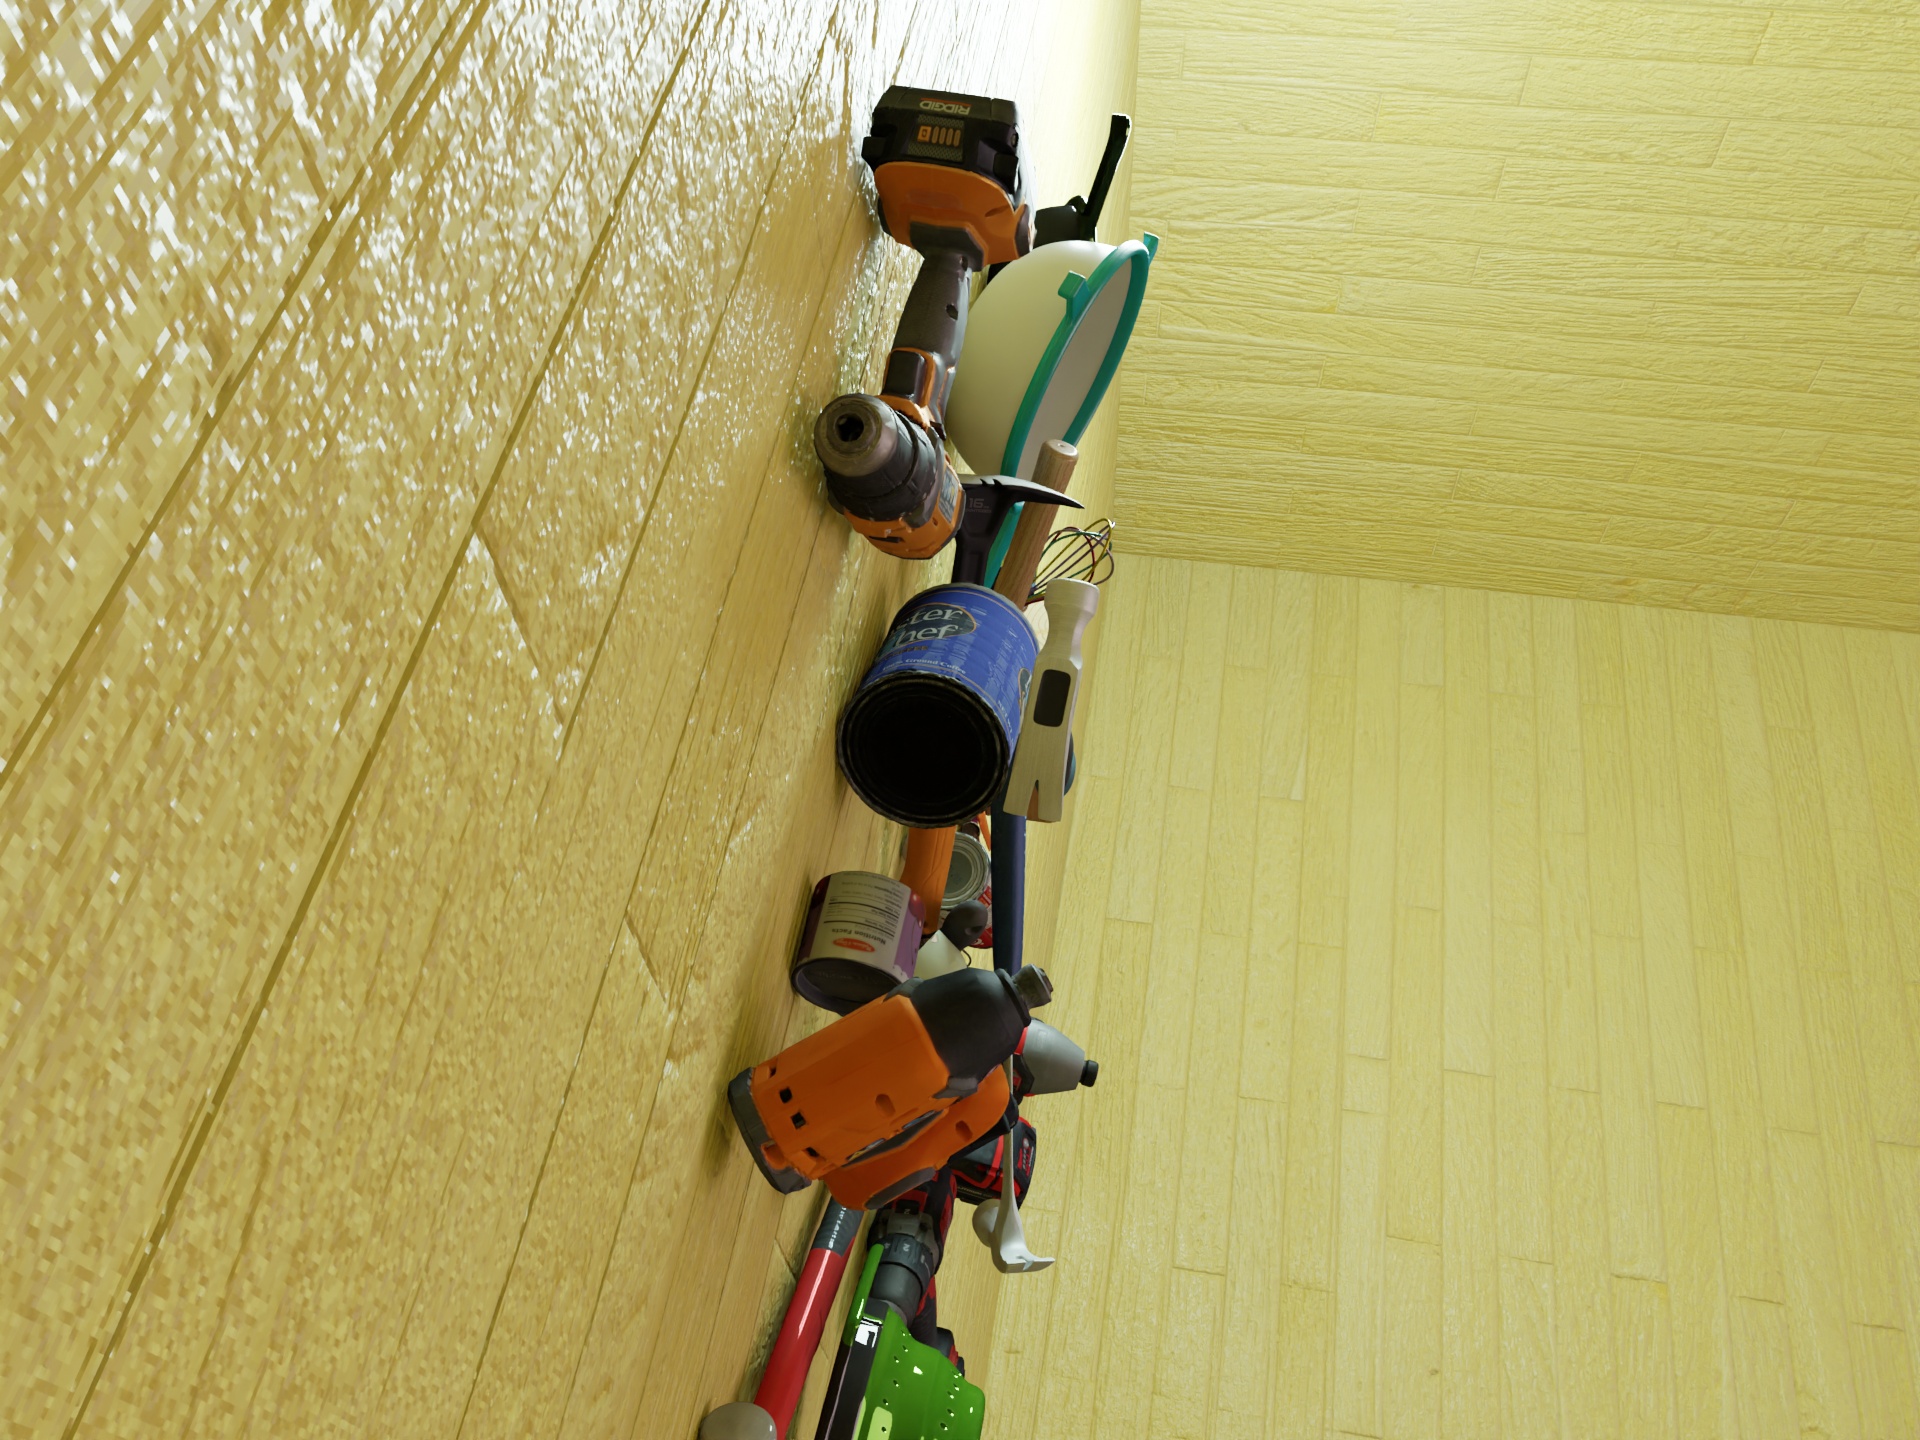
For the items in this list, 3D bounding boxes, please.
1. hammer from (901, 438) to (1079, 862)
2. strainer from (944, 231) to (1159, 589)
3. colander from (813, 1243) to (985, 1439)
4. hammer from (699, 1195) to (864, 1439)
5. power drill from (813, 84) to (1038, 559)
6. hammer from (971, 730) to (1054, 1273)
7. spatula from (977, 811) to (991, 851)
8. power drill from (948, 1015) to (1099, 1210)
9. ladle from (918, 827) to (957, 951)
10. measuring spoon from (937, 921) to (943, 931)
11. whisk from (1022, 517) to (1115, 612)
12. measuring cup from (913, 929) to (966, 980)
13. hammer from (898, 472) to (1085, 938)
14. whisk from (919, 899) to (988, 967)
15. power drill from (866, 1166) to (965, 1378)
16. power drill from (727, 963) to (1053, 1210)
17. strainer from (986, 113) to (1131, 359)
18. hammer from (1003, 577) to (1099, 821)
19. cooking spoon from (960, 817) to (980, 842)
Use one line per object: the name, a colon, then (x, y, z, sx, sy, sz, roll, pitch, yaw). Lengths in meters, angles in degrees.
hammer: (0.023, -0.053, 1.186, 0.130, 0.031, 0.331, -73, -178, -63)
strainer: (0.026, -0.214, 1.185, 0.211, 0.095, 0.340, -47, 164, -56)
colander: (-0.057, 0.528, 0.972, 0.204, 0.094, 0.397, -55, 157, -80)
hammer: (-0.087, 0.355, 0.970, 0.386, 0.038, 0.143, -64, 161, -68)
power drill: (-0.023, -0.205, 0.822, 0.185, 0.084, 0.226, 25, 77, -81)
hammer: (0.038, 0.210, 1.191, 0.144, 0.035, 0.405, -178, -92, -80)
spatula: (0.035, -0.051, 1.357, 0.081, 0.041, 0.323, 71, 30, -69)
power drill: (0.029, 0.322, 1.339, 0.219, 0.143, 0.079, 103, 3, -45)
ladle: (-0.008, 0.063, 1.366, 0.069, 0.031, 0.315, 62, 36, -71)
measuring spoon: (-0.019, 0.149, 1.411, 0.124, 0.018, 0.034, -84, 177, -62)
whisk: (0.053, -0.099, 1.251, 0.245, 0.051, 0.047, -33, -114, 59)
measuring cup: (-0.043, 0.199, 1.070, 0.083, 0.038, 0.167, -49, 177, 26)
hammer: (-0.002, -0.004, 1.104, 0.034, 0.127, 0.336, 35, -59, 54)
whisk: (-0.006, 0.170, 1.208, 0.239, 0.055, 0.055, 115, -14, -70)
power drill: (-0.045, 0.490, 1.275, 0.188, 0.080, 0.226, -65, 157, -68)
power drill: (-0.024, 0.191, 0.845, 0.084, 0.164, 0.226, 60, -6, 19)
strainer: (0.068, -0.372, 1.236, 0.256, 0.069, 0.152, 113, -21, -62)
hammer: (0.060, 0.011, 1.018, 0.331, 0.033, 0.128, 69, 32, -80)
cooking spoon: (0.010, 0.101, 1.442, 0.319, 0.017, 0.069, 82, 1, -86)
